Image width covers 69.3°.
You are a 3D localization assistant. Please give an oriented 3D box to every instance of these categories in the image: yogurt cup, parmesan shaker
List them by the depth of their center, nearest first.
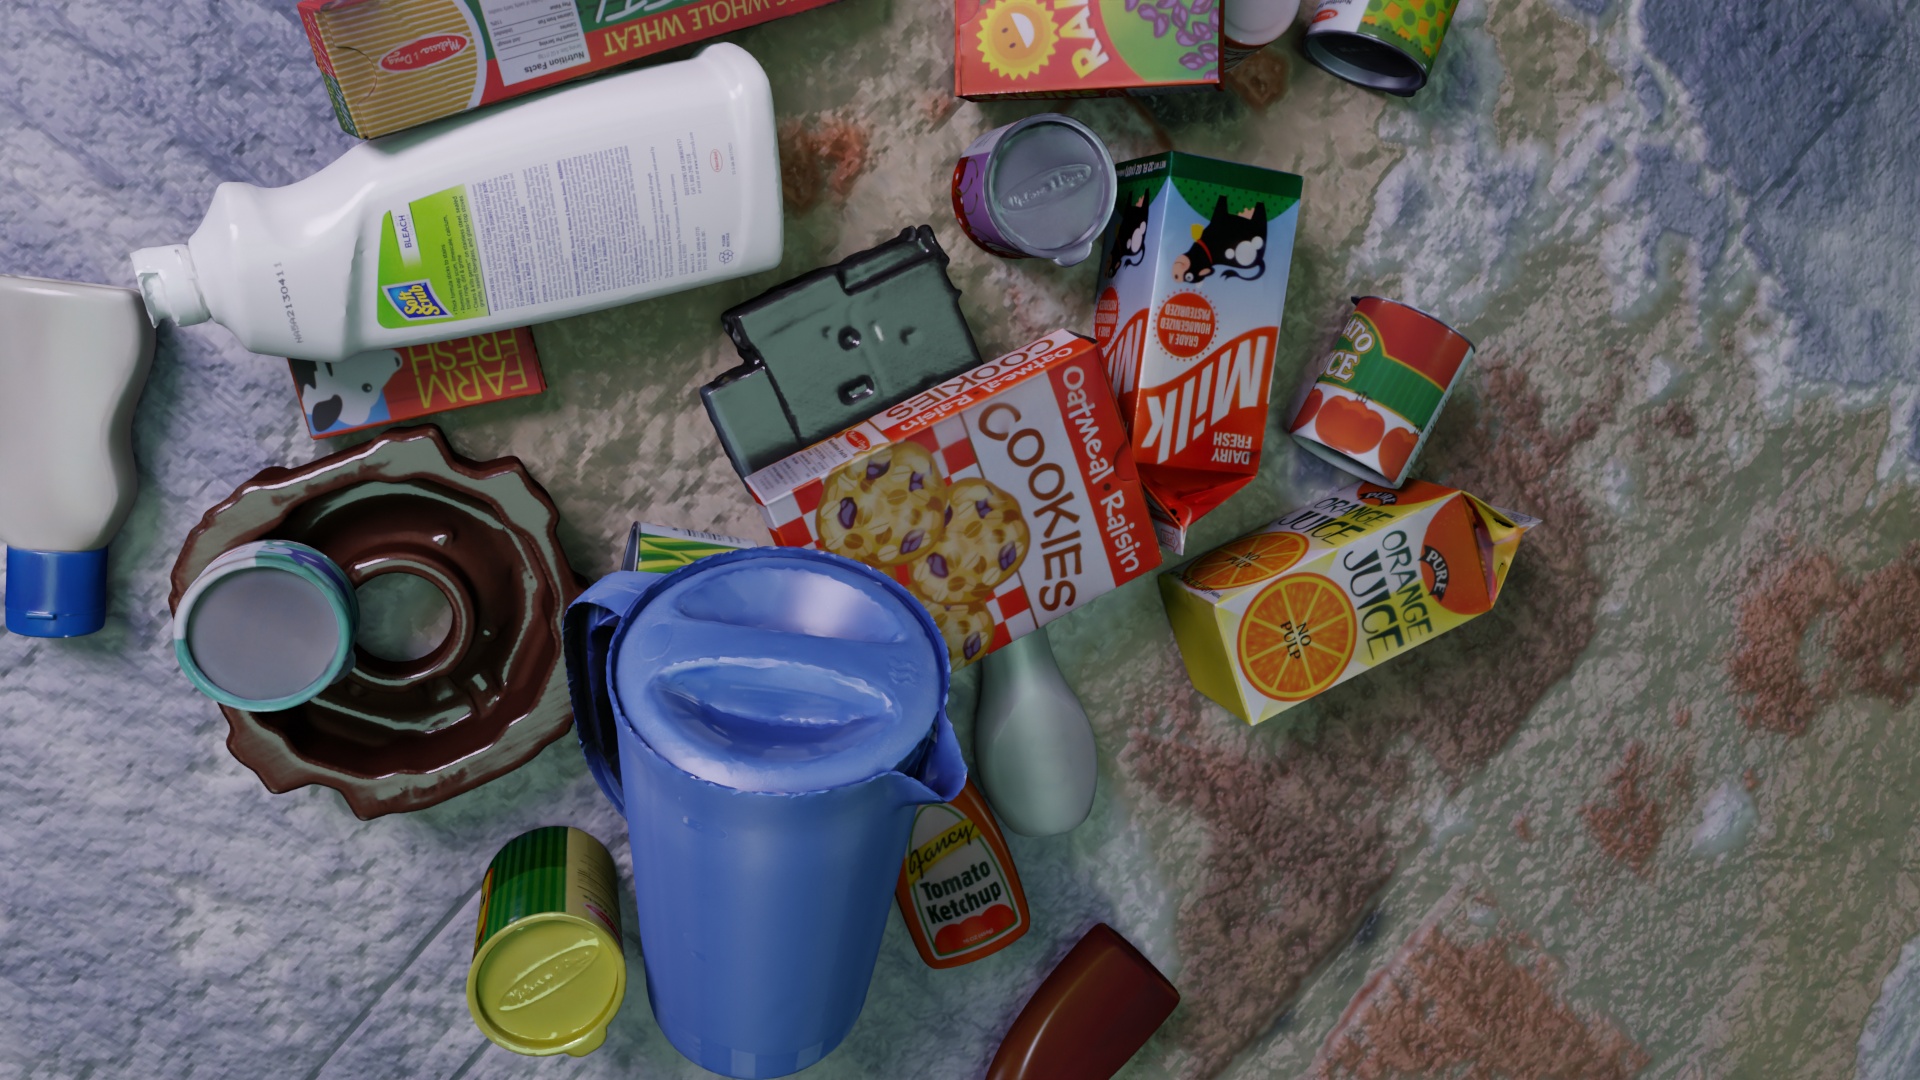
[{"bbox_3d":[-0.190,0.185,0.645,0.071,0.103,0.071,-3,100,-16],"label":"parmesan shaker"},{"bbox_3d":[0.132,-0.269,0.686,0.072,0.054,0.072,-3,100,-17],"label":"yogurt cup"}]

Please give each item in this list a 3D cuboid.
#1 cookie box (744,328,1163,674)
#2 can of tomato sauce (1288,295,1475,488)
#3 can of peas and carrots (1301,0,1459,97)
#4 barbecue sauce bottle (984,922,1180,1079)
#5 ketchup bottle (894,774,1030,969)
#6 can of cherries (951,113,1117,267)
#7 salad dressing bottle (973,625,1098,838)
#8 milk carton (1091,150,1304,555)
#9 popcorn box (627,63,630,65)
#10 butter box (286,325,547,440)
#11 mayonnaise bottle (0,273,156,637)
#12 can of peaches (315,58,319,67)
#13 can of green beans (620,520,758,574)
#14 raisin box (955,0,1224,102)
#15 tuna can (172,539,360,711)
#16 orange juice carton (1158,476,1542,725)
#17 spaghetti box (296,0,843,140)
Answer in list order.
[{"bbox_3d":[0.002,-0.008,0.646,0.168,0.040,0.122,-26,118,-11],"label":"cookie box"},{"bbox_3d":[0.222,-0.079,0.741,0.071,0.071,0.083,27,92,-19],"label":"can of tomato sauce"},{"bbox_3d":[0.218,-0.268,0.706,0.071,0.071,0.058,21,93,-19],"label":"can of peas and carrots"},{"bbox_3d":[0.051,0.286,0.767,0.148,0.044,0.065,-47,109,-3],"label":"barbecue sauce bottle"},{"bbox_3d":[-0.014,0.146,0.722,0.065,0.043,0.148,-21,104,-6],"label":"ketchup bottle"},{"bbox_3d":[0.035,-0.167,0.673,0.071,0.058,0.071,-3,100,-17],"label":"can of cherries"},{"bbox_3d":[0.033,0.079,0.725,0.064,0.044,0.147,-14,102,-13],"label":"salad dressing bottle"},{"bbox_3d":[0.110,-0.092,0.702,0.073,0.072,0.190,5,98,-18],"label":"milk carton"},{"bbox_3d":[-0.181,-0.277,0.600,0.126,0.038,0.085,27,92,-19],"label":"popcorn box"},{"bbox_3d":[-0.244,-0.082,0.624,0.104,0.024,0.053,-14,102,-14],"label":"butter box"},{"bbox_3d":[-0.379,-0.035,0.584,0.065,0.041,0.147,5,99,-16],"label":"mayonnaise bottle"},{"bbox_3d":[-0.226,-0.215,0.582,0.058,0.071,0.071,27,92,-20],"label":"can of peaches"},{"bbox_3d":[-0.130,0.028,0.655,0.058,0.071,0.071,10,97,-18],"label":"can of green beans"},{"bbox_3d":[0.061,-0.251,0.648,0.123,0.040,0.086,2,102,14],"label":"raisin box"},{"bbox_3d":[-0.281,0.037,0.569,0.071,0.033,0.071,-4,102,-17],"label":"tuna can"},{"bbox_3d":[0.213,0.020,0.752,0.193,0.072,0.073,-24,106,-11],"label":"orange juice carton"},{"bbox_3d":[-0.140,-0.226,0.576,0.251,0.029,0.050,-30,128,-30],"label":"spaghetti box"}]
